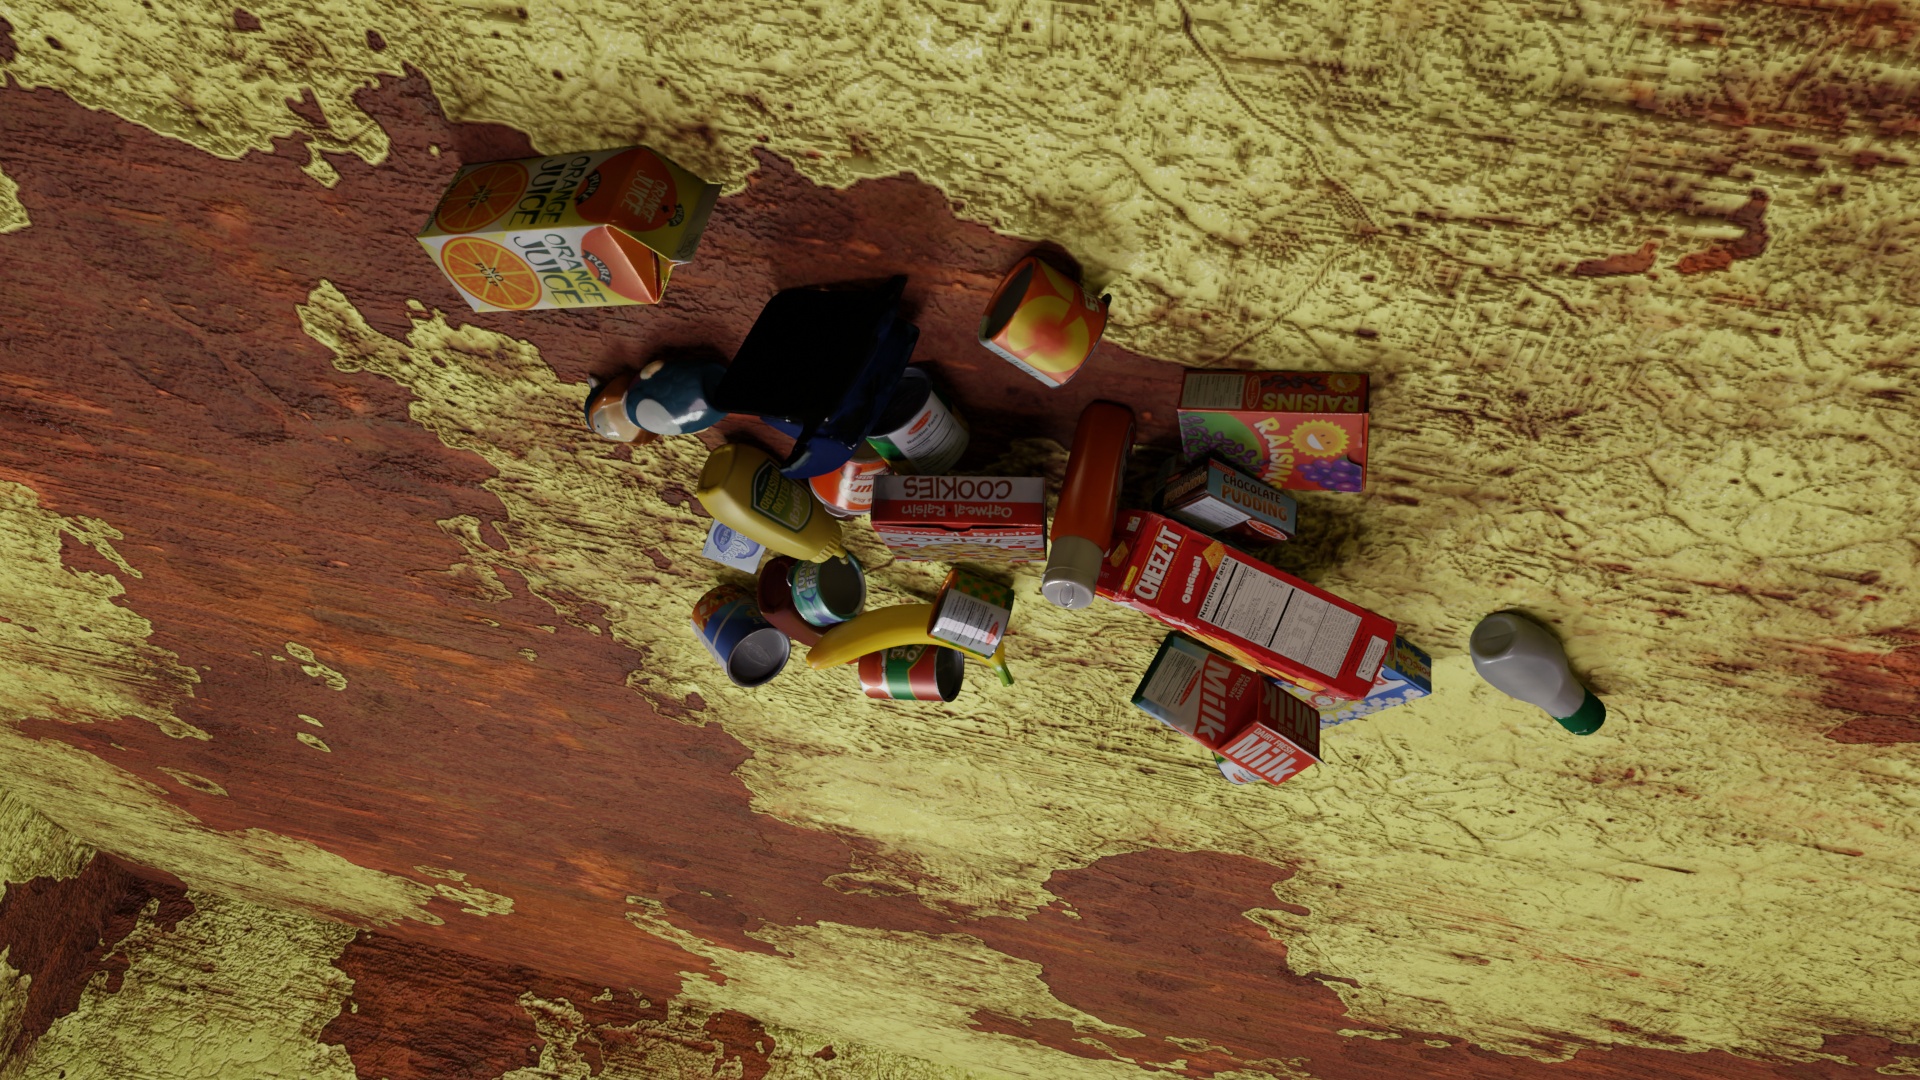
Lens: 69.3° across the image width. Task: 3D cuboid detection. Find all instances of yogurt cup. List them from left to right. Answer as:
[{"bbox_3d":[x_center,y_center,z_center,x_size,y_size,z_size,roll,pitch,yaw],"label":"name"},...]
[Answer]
[{"bbox_3d":[-0.080,-0.062,1.067,0.072,0.073,0.053,16,140,-1],"label":"yogurt cup"}]

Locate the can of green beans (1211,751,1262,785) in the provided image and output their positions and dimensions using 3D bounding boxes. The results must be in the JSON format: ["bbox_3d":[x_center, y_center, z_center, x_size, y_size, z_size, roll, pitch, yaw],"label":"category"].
[{"bbox_3d":[0.276,0.189,1.296,0.057,0.071,0.071,-26,130,38],"label":"can of green beans"}]

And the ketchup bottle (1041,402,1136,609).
[{"bbox_3d":[0.089,-0.023,0.976,0.043,0.149,0.064,14,147,5],"label":"ketchup bottle"}]

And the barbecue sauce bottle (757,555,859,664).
[{"bbox_3d":[-0.134,0.072,1.298,0.043,0.065,0.148,-12,149,21],"label":"barbecue sauce bottle"}]

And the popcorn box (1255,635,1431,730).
[{"bbox_3d":[0.327,0.116,1.193,0.085,0.038,0.126,31,145,-21],"label":"popcorn box"}]

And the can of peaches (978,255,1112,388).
[{"bbox_3d":[0.054,-0.142,0.889,0.058,0.071,0.071,29,145,-19],"label":"can of peaches"}]

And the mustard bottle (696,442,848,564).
[{"bbox_3d":[-0.145,-0.021,1.160,0.048,0.065,0.160,-10,146,42],"label":"mustard bottle"}]

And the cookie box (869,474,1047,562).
[{"bbox_3d":[0.004,-0.013,1.050,0.123,0.040,0.167,1,170,4],"label":"cookie box"}]

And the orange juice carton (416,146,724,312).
[{"bbox_3d":[-0.248,-0.203,0.912,0.192,0.072,0.072,1,146,21],"label":"orange juice carton"}]

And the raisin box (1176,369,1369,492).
[{"bbox_3d":[0.215,-0.075,0.948,0.123,0.040,0.085,3,145,17],"label":"raisin box"}]

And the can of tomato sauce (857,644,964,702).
[{"bbox_3d":[-0.047,0.118,1.327,0.083,0.071,0.071,-1,144,24],"label":"can of tomato sauce"}]

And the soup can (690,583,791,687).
[{"bbox_3d":[-0.207,0.087,1.315,0.084,0.071,0.071,42,170,43],"label":"soup can"}]

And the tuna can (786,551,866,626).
[{"bbox_3d":[-0.118,0.040,1.235,0.032,0.071,0.071,-16,136,37],"label":"tuna can"}]

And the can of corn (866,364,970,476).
[{"bbox_3d":[-0.036,-0.086,1.012,0.071,0.071,0.058,-8,141,32],"label":"can of corn"}]

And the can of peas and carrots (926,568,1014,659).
[{"bbox_3d":[0.008,0.063,1.221,0.059,0.071,0.070,21,147,-8],"label":"can of peas and carrots"}]

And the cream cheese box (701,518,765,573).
[{"bbox_3d":[-0.194,-0.010,1.230,0.053,0.024,0.103,20,148,-10],"label":"cream cheese box"}]

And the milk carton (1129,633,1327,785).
[{"bbox_3d":[0.228,0.144,1.161,0.072,0.073,0.190,31,177,-22],"label":"milk carton"}]

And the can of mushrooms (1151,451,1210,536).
[{"bbox_3d":[0.179,-0.034,1.030,0.071,0.033,0.070,11,147,7],"label":"can of mushrooms"}]

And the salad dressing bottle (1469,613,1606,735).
[{"bbox_3d":[0.470,0.112,1.123,0.147,0.044,0.064,35,141,-30],"label":"salad dressing bottle"}]

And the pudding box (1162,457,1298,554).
[{"bbox_3d":[0.189,-0.023,0.972,0.083,0.030,0.049,24,152,-24],"label":"pudding box"}]
